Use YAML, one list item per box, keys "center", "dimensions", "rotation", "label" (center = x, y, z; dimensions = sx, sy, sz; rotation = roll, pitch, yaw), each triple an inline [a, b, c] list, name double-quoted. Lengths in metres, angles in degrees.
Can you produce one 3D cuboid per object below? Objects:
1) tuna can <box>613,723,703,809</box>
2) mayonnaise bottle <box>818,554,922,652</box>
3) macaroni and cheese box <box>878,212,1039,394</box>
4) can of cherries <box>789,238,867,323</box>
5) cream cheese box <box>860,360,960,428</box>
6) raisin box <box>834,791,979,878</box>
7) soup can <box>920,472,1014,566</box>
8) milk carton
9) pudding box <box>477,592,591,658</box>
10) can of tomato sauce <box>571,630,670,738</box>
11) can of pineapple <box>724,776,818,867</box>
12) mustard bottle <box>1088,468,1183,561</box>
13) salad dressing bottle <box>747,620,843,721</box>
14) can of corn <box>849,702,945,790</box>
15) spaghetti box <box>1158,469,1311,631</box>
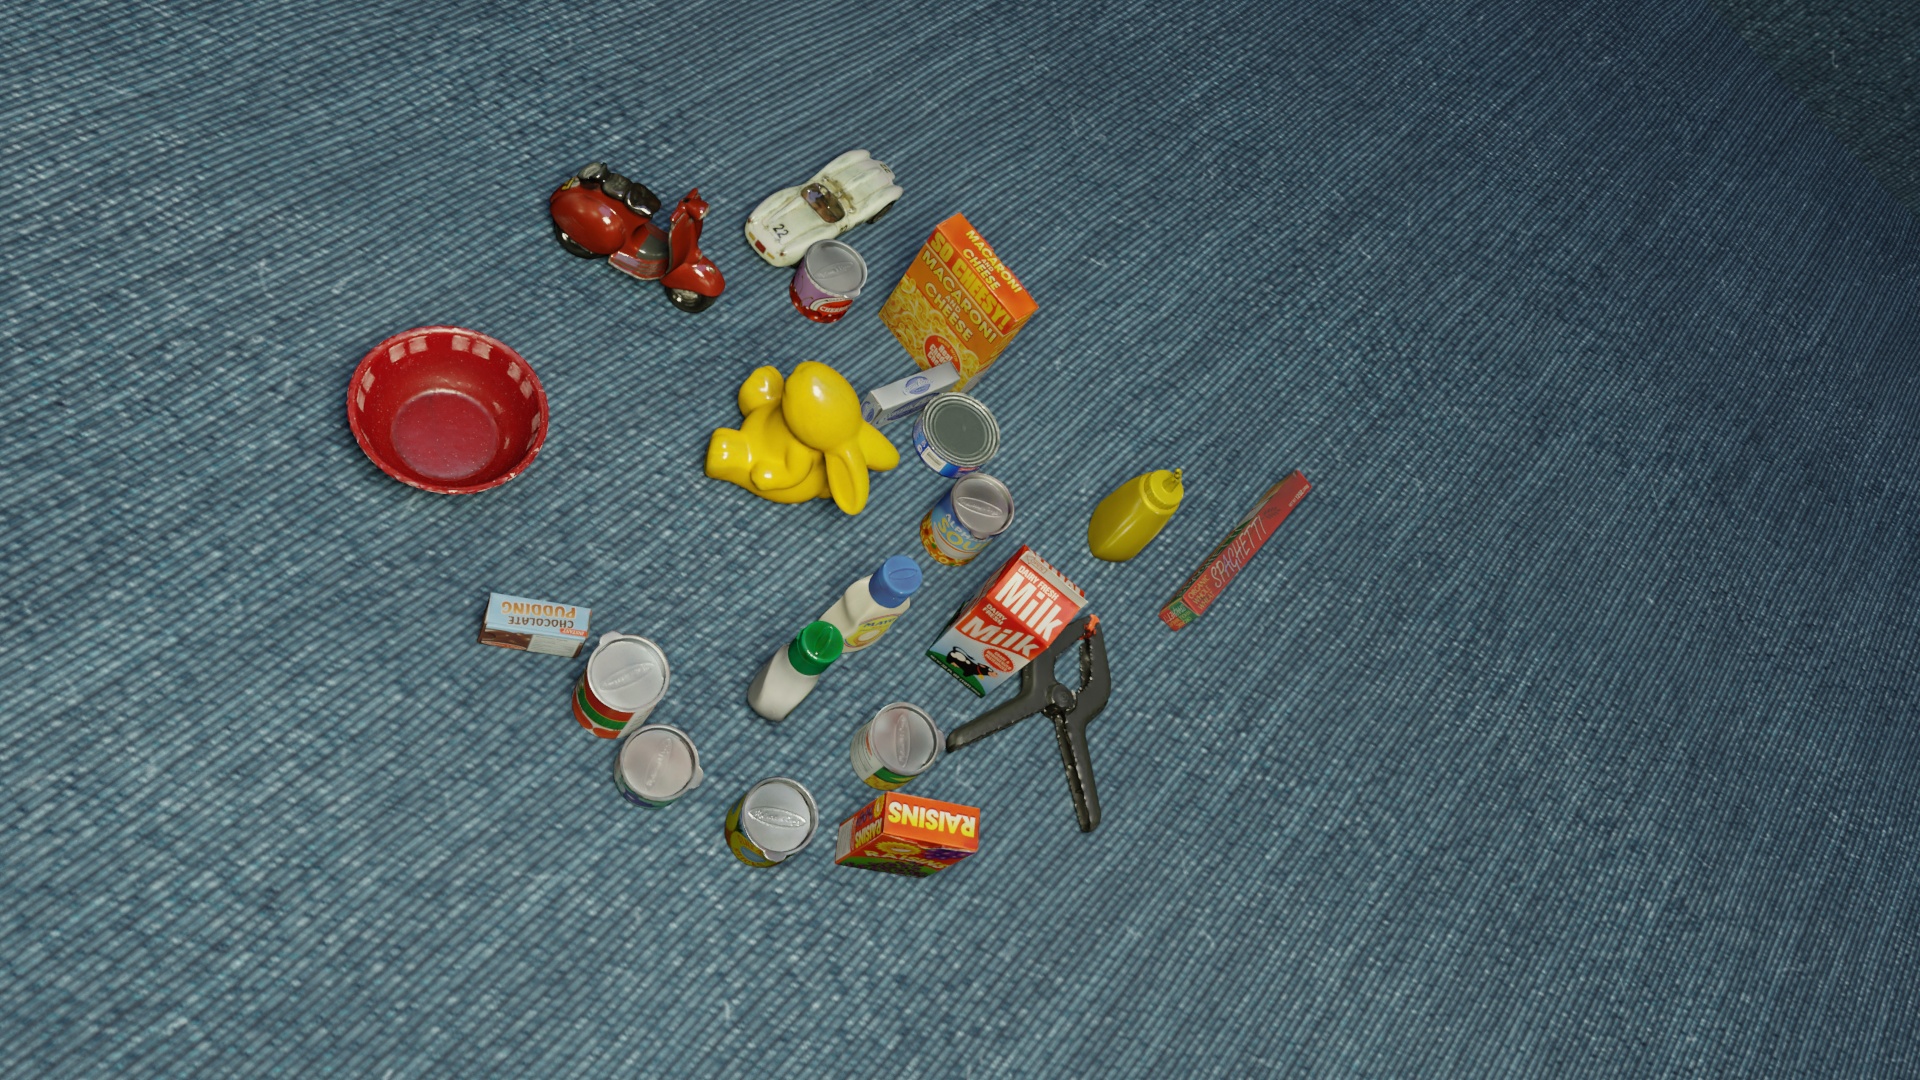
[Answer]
- center: [-0.252, 0.190, 1.161]
  dimensions: [0.071, 0.032, 0.071]
  rotation: [11, 62, -21]
  label: "tuna can"
- center: [-0.078, 0.057, 1.238]
  dimensions: [0.065, 0.147, 0.041]
  rotation: [-10, 71, -29]
  label: "mayonnaise bottle"
- center: [-0.005, -0.233, 1.402]
  dimensions: [0.040, 0.165, 0.124]
  rotation: [-37, 85, -34]
  label: "macaroni and cheese box"
- center: [-0.135, -0.262, 1.419]
  dimensions: [0.071, 0.058, 0.072]
  rotation: [11, 62, -21]
  label: "can of cherries"
- center: [-0.054, -0.145, 1.405]
  dimensions: [0.104, 0.053, 0.024]
  rotation: [-26, 79, -32]
  label: "cream cheese box"
- center: [-0.046, 0.251, 1.175]
  dimensions: [0.086, 0.123, 0.040]
  rotation: [15, 61, -18]
  label: "raisin box"
- center: [0.005, -0.017, 1.352]
  dimensions: [0.071, 0.083, 0.071]
  rotation: [11, 63, -21]
  label: "soup can"
- center: [0.046, 0.069, 1.266]
  dimensions: [0.072, 0.189, 0.074]
  rotation: [40, 56, -4]
  label: "milk carton"
- center: [-0.355, 0.072, 1.159]
  dimensions: [0.084, 0.049, 0.030]
  rotation: [11, 62, -21]
  label: "pudding box"
- center: [-0.283, 0.121, 1.149]
  dimensions: [0.071, 0.082, 0.071]
  rotation: [11, 63, -21]
  label: "can of tomato sauce"
- center: [-0.160, 0.239, 1.166]
  dimensions: [0.071, 0.057, 0.071]
  rotation: [11, 62, -21]
  label: "can of pineapple"
- center: [0.183, -0.032, 1.398]
  dimensions: [0.049, 0.159, 0.065]
  rotation: [12, 62, -20]
  label: "mustard bottle"
- center: [-0.140, 0.110, 1.183]
  dimensions: [0.044, 0.147, 0.064]
  rotation: [31, 57, -10]
  label: "salad dressing bottle"
- center: [-0.057, 0.185, 1.241]
  dimensions: [0.071, 0.058, 0.071]
  rotation: [11, 62, -21]
  label: "can of corn"
- center: [0.299, 0.009, 1.500]
  dimensions: [0.028, 0.050, 0.251]
  rotation: [47, 56, 1]
  label: "spaghetti box"
